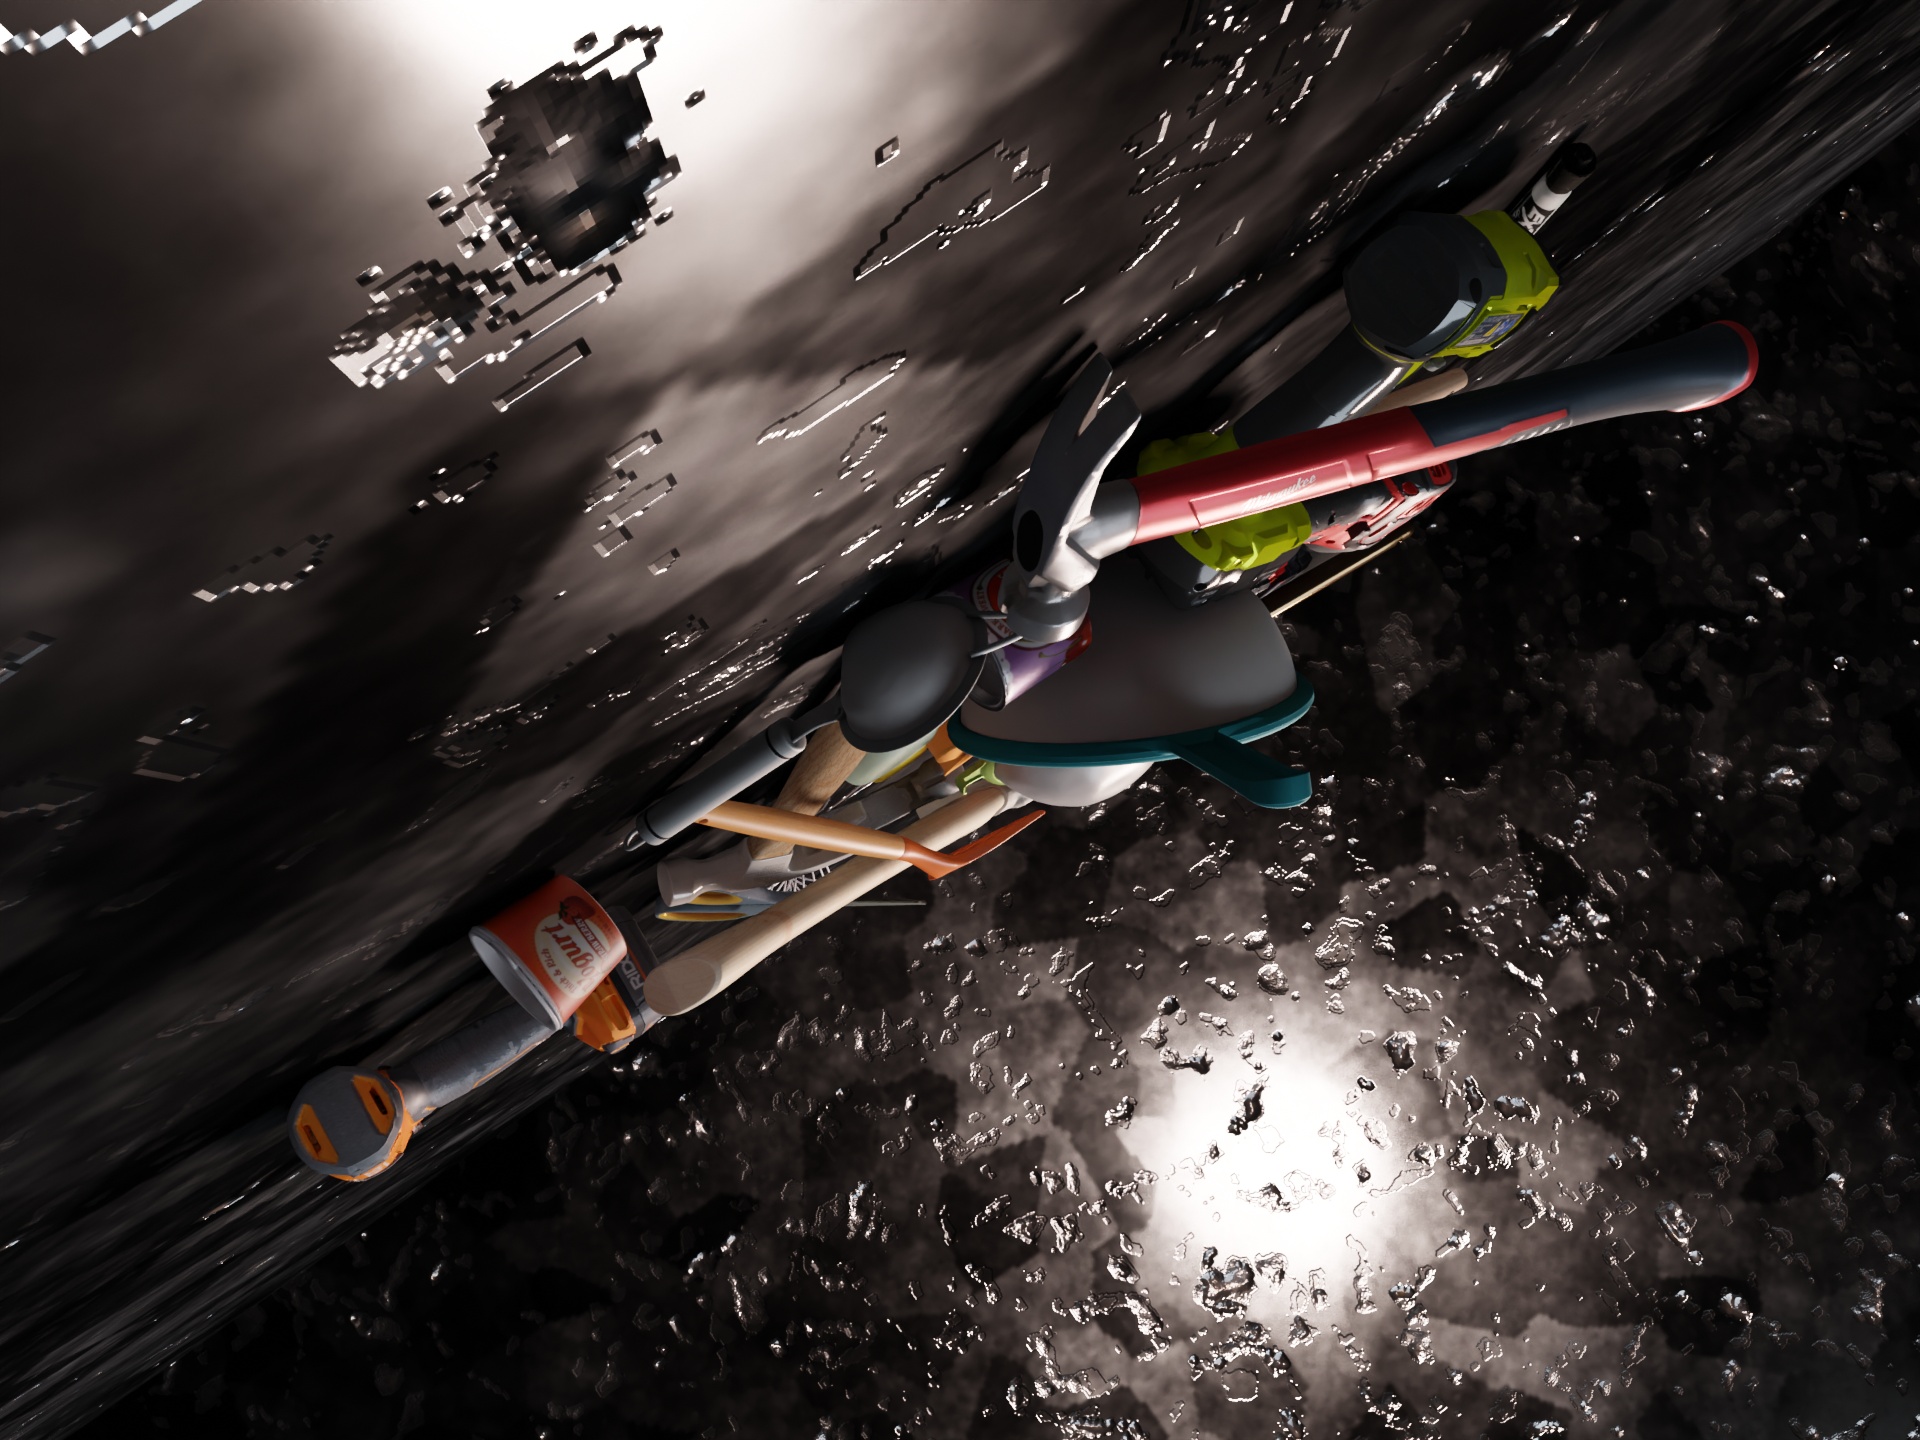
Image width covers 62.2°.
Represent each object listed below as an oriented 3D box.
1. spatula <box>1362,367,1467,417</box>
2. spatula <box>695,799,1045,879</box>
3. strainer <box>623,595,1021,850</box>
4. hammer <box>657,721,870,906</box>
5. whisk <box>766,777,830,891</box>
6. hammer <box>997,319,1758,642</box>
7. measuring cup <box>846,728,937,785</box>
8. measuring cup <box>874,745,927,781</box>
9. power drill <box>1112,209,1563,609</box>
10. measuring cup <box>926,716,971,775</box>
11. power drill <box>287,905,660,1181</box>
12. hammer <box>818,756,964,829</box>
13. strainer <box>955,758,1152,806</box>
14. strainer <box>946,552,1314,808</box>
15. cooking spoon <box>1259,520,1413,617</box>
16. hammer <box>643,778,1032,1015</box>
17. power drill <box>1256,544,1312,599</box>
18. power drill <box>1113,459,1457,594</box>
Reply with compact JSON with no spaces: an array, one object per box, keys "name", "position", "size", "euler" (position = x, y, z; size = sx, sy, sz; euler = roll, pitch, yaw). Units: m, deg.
[{"name":"spatula","position":[0.179,-0.153,0.950],"size":[0.316,0.018,0.060],"euler":[-25,177,-19]},{"name":"spatula","position":[-0.056,0.065,0.956],"size":[0.081,0.041,0.322],"euler":[-28,155,27]},{"name":"strainer","position":[-0.079,0.005,0.762],"size":[0.258,0.050,0.087],"euler":[-32,-139,28]},{"name":"hammer","position":[-0.080,0.032,0.920],"size":[0.130,0.031,0.331],"euler":[-10,159,-27]},{"name":"whisk","position":[-0.118,0.079,1.147],"size":[0.070,0.070,0.284],"euler":[-34,169,-18]},{"name":"hammer","position":[0.202,-0.132,0.681],"size":[0.386,0.038,0.143],"euler":[-17,154,-21]},{"name":"measuring cup","position":[-0.012,-0.013,1.035],"size":[0.167,0.038,0.083],"euler":[-32,174,-10]},{"name":"measuring cup","position":[-0.060,0.036,1.225],"size":[0.062,0.029,0.156],"euler":[-34,173,-19]},{"name":"power drill","position":[0.188,-0.157,0.786],"size":[0.223,0.080,0.171],"euler":[-42,166,37]},{"name":"measuring cup","position":[-0.002,-0.004,1.104],"size":[0.095,0.052,0.173],"euler":[-38,175,16]},{"name":"power drill","position":[-0.301,0.210,0.996],"size":[0.226,0.084,0.164],"euler":[-29,173,-23]},{"name":"hammer","position":[0.028,0.003,1.344],"size":[0.149,0.036,0.359],"euler":[-27,-175,40]},{"name":"strainer","position":[0.121,0.018,1.143],"size":[0.151,0.069,0.256],"euler":[-44,156,26]},{"name":"strainer","position":[0.104,-0.034,0.848],"size":[0.211,0.095,0.340],"euler":[-10,-168,-10]},{"name":"cooking spoon","position":[0.198,-0.066,1.184],"size":[0.319,0.017,0.068],"euler":[-30,160,-2]},{"name":"hammer","position":[-0.076,0.111,1.110],"size":[0.146,0.038,0.410],"euler":[-26,180,36]},{"name":"power drill","position":[0.135,-0.079,1.202],"size":[0.226,0.080,0.188],"euler":[-29,172,-29]},{"name":"power drill","position":[0.219,-0.128,1.078],"size":[0.219,0.078,0.143],"euler":[-23,173,-29]}]
